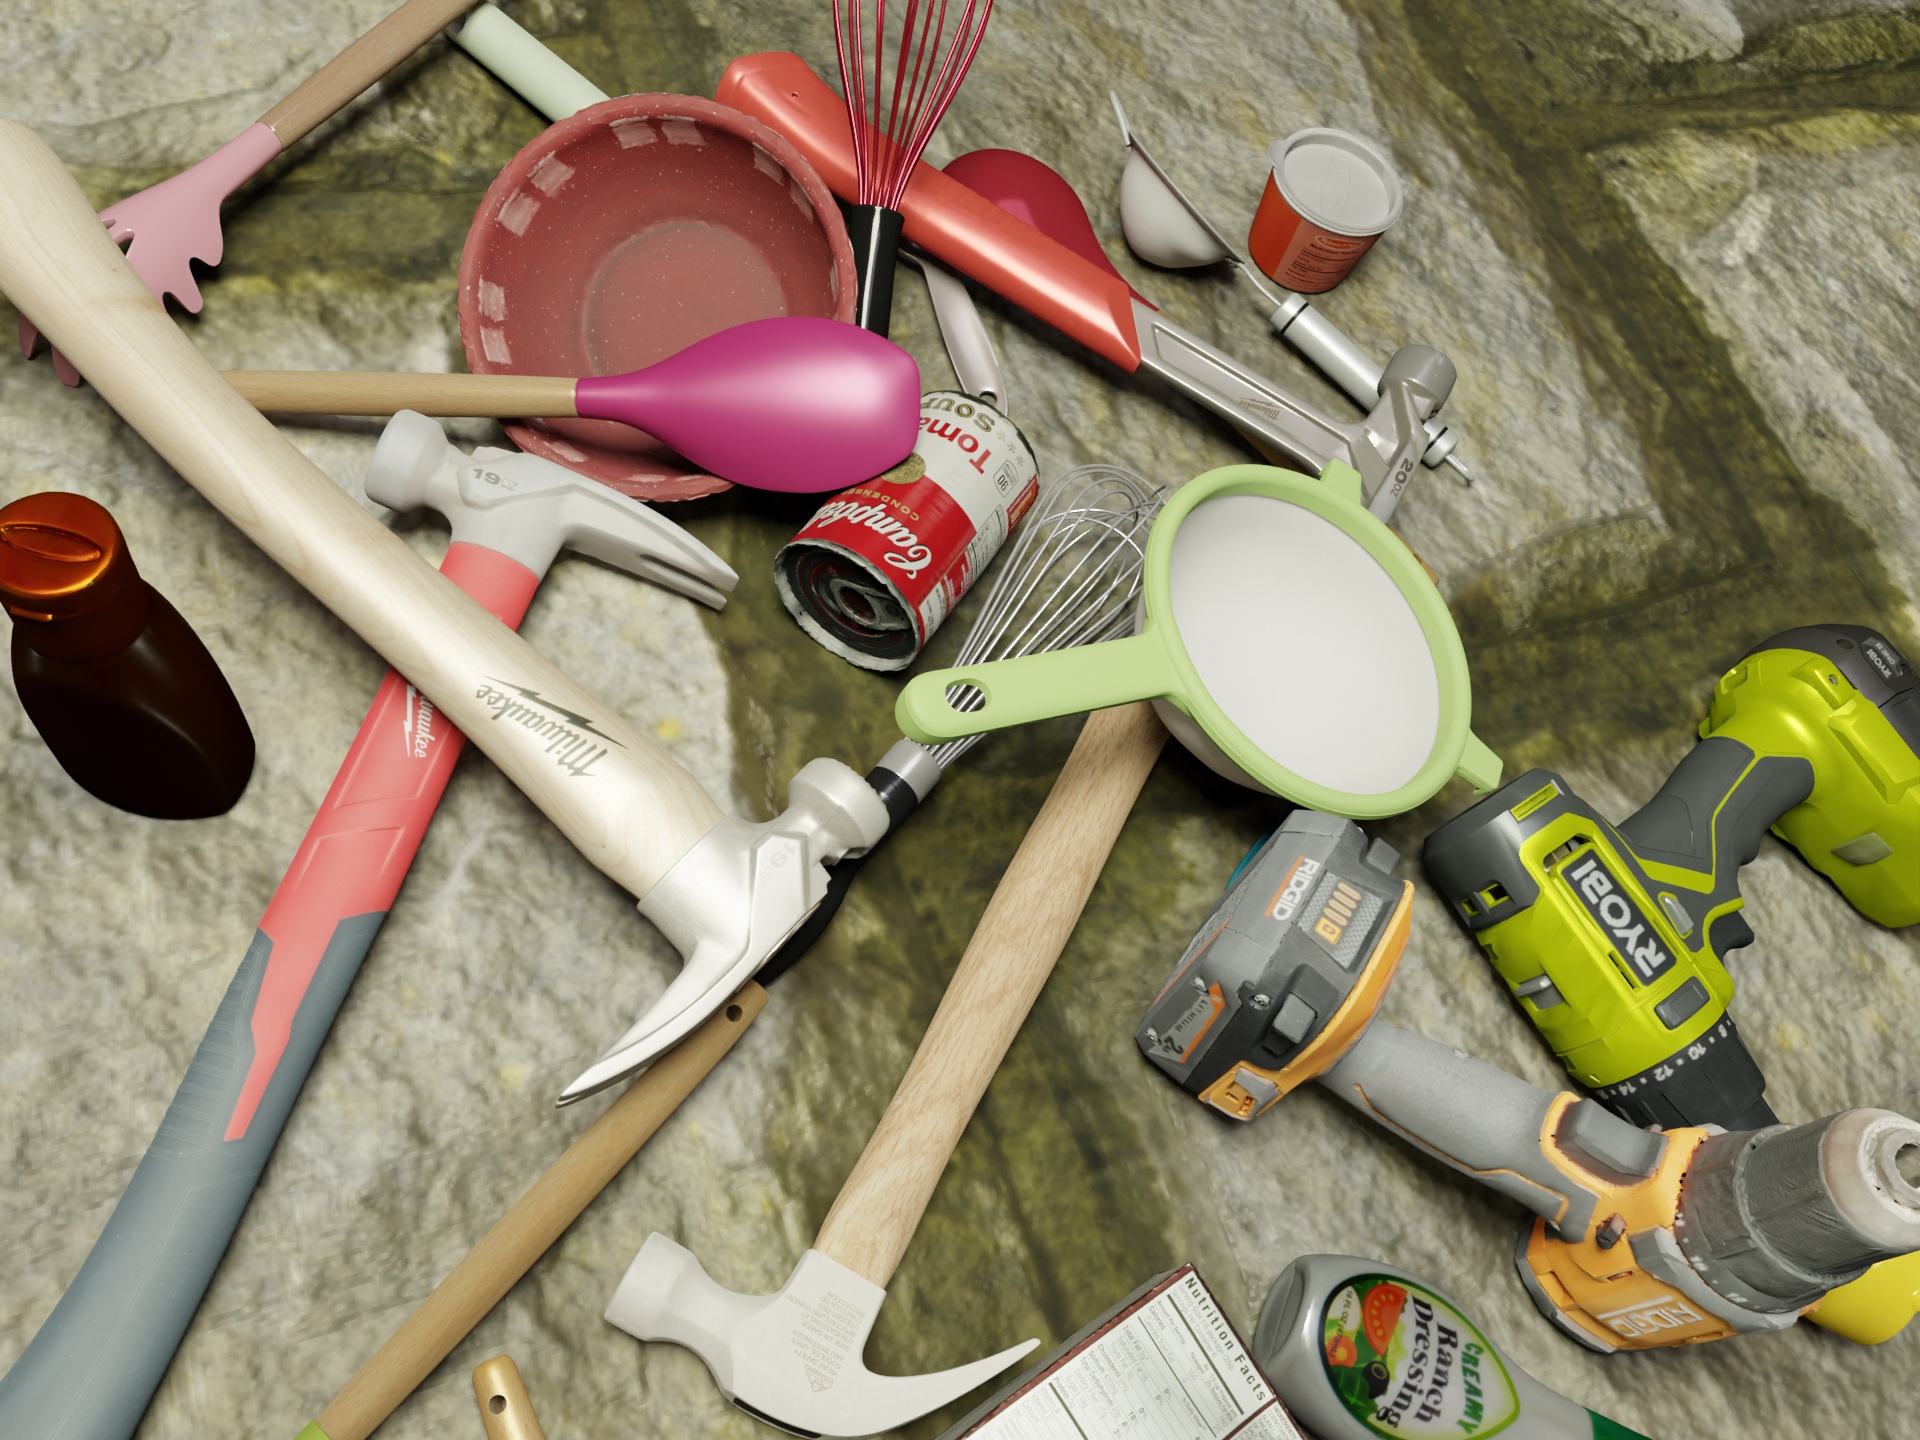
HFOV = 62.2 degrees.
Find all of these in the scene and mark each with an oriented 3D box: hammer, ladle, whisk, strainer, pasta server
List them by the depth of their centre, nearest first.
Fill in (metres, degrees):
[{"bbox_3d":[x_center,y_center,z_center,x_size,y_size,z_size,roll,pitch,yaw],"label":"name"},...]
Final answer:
[{"bbox_3d":[-0.166,0.192,0.473,0.078,0.062,0.320,45,63,-3],"label":"ladle"},{"bbox_3d":[-0.201,0.074,0.538,0.143,0.038,0.387,23,62,-12],"label":"hammer"},{"bbox_3d":[-0.220,-0.054,0.541,0.410,0.038,0.146,42,63,3],"label":"hammer"},{"bbox_3d":[0.014,0.101,0.588,0.130,0.031,0.331,30,60,2],"label":"hammer"},{"bbox_3d":[0.078,-0.012,0.600,0.256,0.069,0.152,-11,71,-32],"label":"strainer"},{"bbox_3d":[-0.002,-0.003,0.627,0.070,0.070,0.285,38,65,7],"label":"whisk"},{"bbox_3d":[-0.032,-0.235,0.678,0.073,0.073,0.296,10,90,-9],"label":"whisk"},{"bbox_3d":[-0.278,-0.261,0.686,0.060,0.040,0.316,33,63,4],"label":"pasta server"},{"bbox_3d":[0.041,-0.189,0.721,0.359,0.036,0.149,32,74,3],"label":"hammer"},{"bbox_3d":[-0.151,-0.262,0.730,0.246,0.057,0.059,41,27,11],"label":"whisk"},{"bbox_3d":[0.107,-0.171,0.756,0.315,0.031,0.069,45,62,9],"label":"ladle"},{"bbox_3d":[0.152,-0.202,0.774,0.258,0.050,0.087,43,18,3],"label":"strainer"}]

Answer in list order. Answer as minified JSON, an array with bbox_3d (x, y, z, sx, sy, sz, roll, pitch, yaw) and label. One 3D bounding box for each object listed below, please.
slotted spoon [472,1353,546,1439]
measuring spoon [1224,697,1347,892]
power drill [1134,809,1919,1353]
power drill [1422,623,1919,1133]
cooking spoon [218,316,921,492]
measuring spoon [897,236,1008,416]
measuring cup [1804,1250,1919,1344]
[{"bbox_3d":[-0.079,0.332,0.448,0.070,0.031,0.314,-25,69,-8],"label":"slotted spoon"},{"bbox_3d":[0.149,0.038,0.667,0.042,0.021,0.128,41,70,9],"label":"measuring spoon"},{"bbox_3d":[0.187,0.125,0.534,0.226,0.185,0.084,33,62,8],"label":"power drill"},{"bbox_3d":[0.325,0.076,0.656,0.228,0.080,0.191,-29,78,-23],"label":"power drill"},{"bbox_3d":[-0.175,-0.126,0.623,0.319,0.017,0.069,2,92,3],"label":"cooking spoon"},{"bbox_3d":[-0.004,-0.189,0.745,0.034,0.018,0.124,-17,75,-12],"label":"measuring spoon"},{"bbox_3d":[0.353,0.157,0.599,0.029,0.062,0.156,21,93,2],"label":"measuring cup"}]
